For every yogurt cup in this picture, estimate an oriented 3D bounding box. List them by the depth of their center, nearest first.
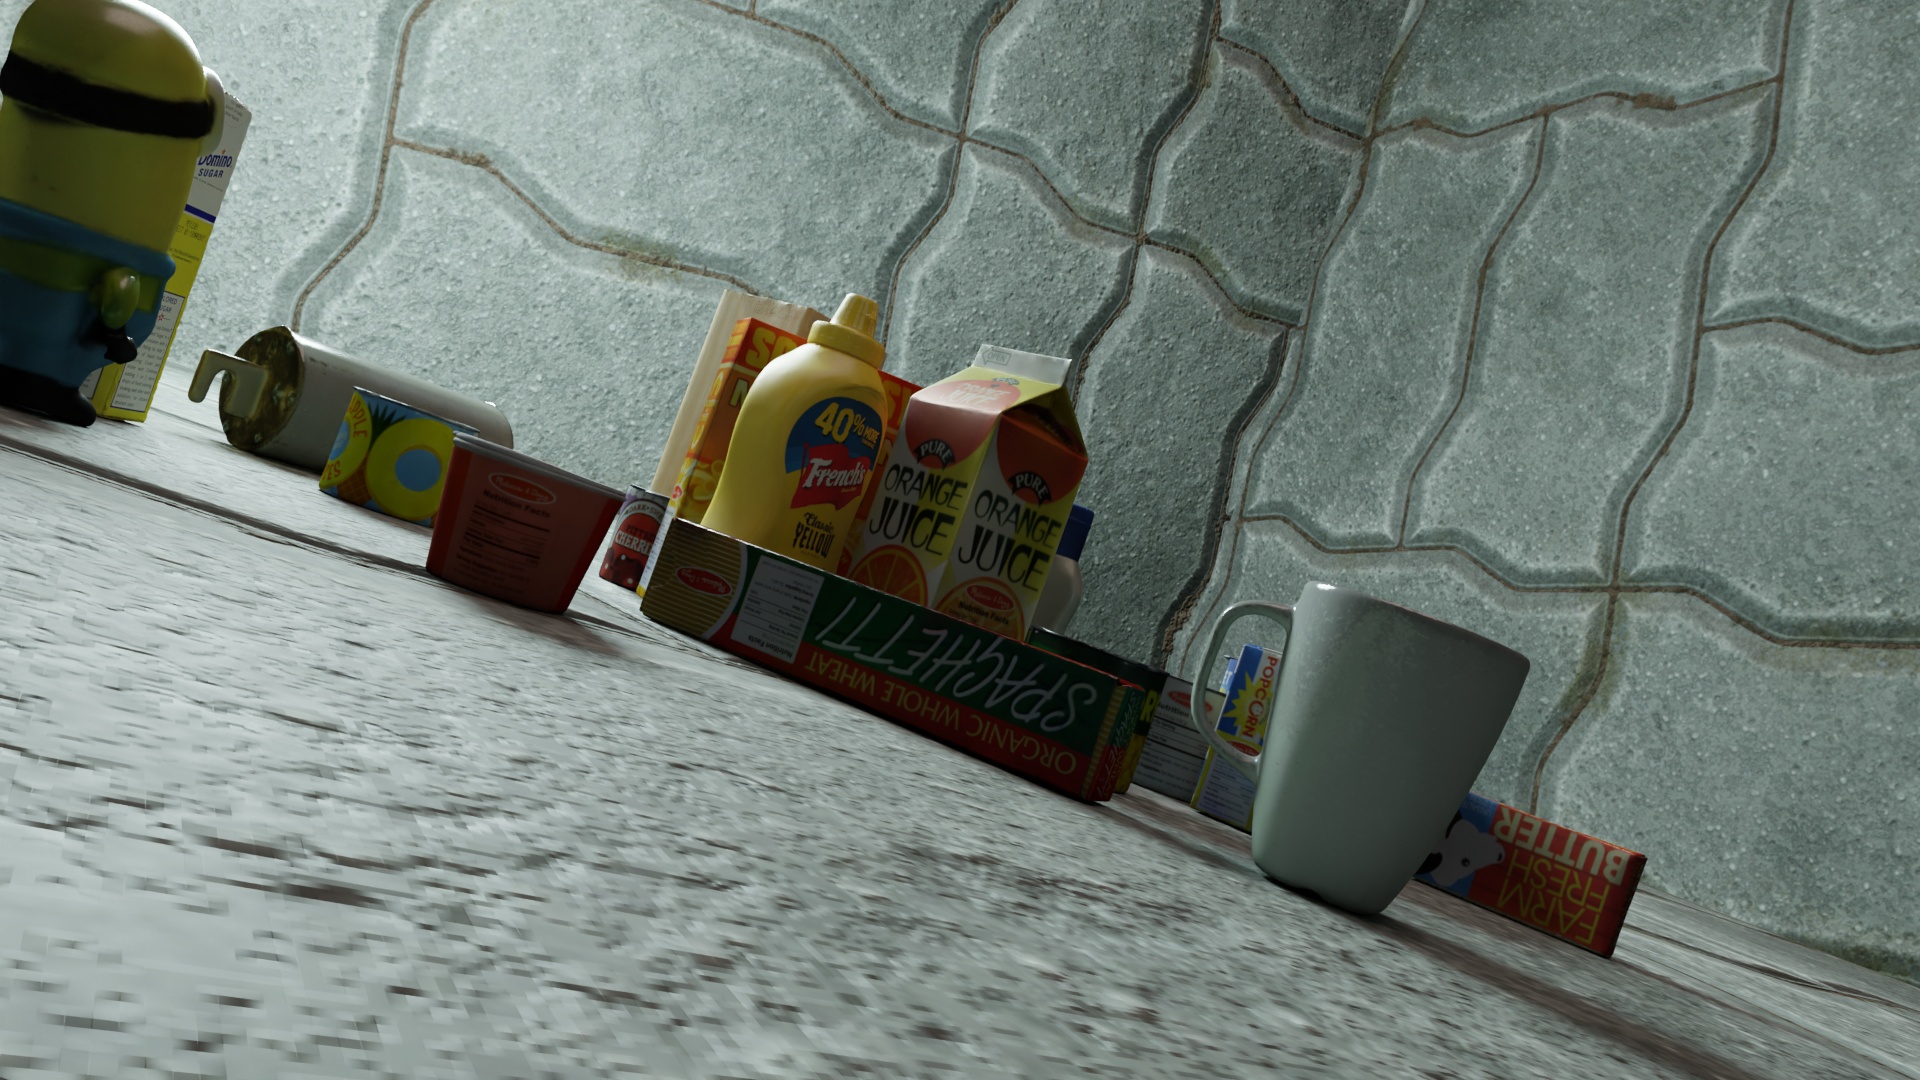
[{"bbox_3d":[-0.170,-0.005,0.535,0.072,0.054,0.072,20,-3,1],"label":"yogurt cup"}]

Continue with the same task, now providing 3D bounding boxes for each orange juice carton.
[{"bbox_3d":[0.003,-0.009,0.723,0.073,0.192,0.072,23,-4,-42],"label":"orange juice carton"}]

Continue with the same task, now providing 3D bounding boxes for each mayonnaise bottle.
[{"bbox_3d":[0.054,0.044,0.972,0.065,0.148,0.041,19,-3,17],"label":"mayonnaise bottle"}]

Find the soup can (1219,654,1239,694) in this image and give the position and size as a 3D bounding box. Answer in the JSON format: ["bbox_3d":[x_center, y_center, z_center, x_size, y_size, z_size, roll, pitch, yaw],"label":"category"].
[{"bbox_3d":[0.188,0.122,0.883,0.071,0.084,0.071,20,-3,1],"label":"soup can"}]

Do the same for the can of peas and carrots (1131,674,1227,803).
[{"bbox_3d":[0.112,0.101,0.725,0.071,0.058,0.071,20,-3,1],"label":"can of peas and carrots"}]

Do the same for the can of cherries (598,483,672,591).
[{"bbox_3d":[-0.175,0.004,0.823,0.071,0.058,0.071,20,-3,1],"label":"can of cherries"}]

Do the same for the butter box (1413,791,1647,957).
[{"bbox_3d":[0.280,0.162,0.693,0.103,0.053,0.024,17,-4,41],"label":"butter box"}]

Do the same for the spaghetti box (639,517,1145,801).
[{"bbox_3d":[-0.038,0.047,0.599,0.250,0.050,0.028,18,-3,32],"label":"spaghetti box"}]

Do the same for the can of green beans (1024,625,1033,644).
[{"bbox_3d":[0.007,0.069,0.832,0.071,0.058,0.071,20,-3,1],"label":"can of green beans"}]

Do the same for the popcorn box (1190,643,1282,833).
[{"bbox_3d":[0.173,0.107,0.698,0.038,0.085,0.126,17,-4,41],"label":"popcorn box"}]

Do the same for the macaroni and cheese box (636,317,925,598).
[{"bbox_3d":[-0.097,-0.027,0.795,0.124,0.166,0.040,21,-3,-22],"label":"macaroni and cheese box"}]

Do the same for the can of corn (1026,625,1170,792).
[{"bbox_3d":[0.056,0.077,0.629,0.071,0.058,0.071,20,-3,1],"label":"can of corn"}]

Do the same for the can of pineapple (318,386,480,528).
[{"bbox_3d":[-0.300,-0.044,0.738,0.071,0.058,0.071,20,-3,1],"label":"can of pineapple"}]
